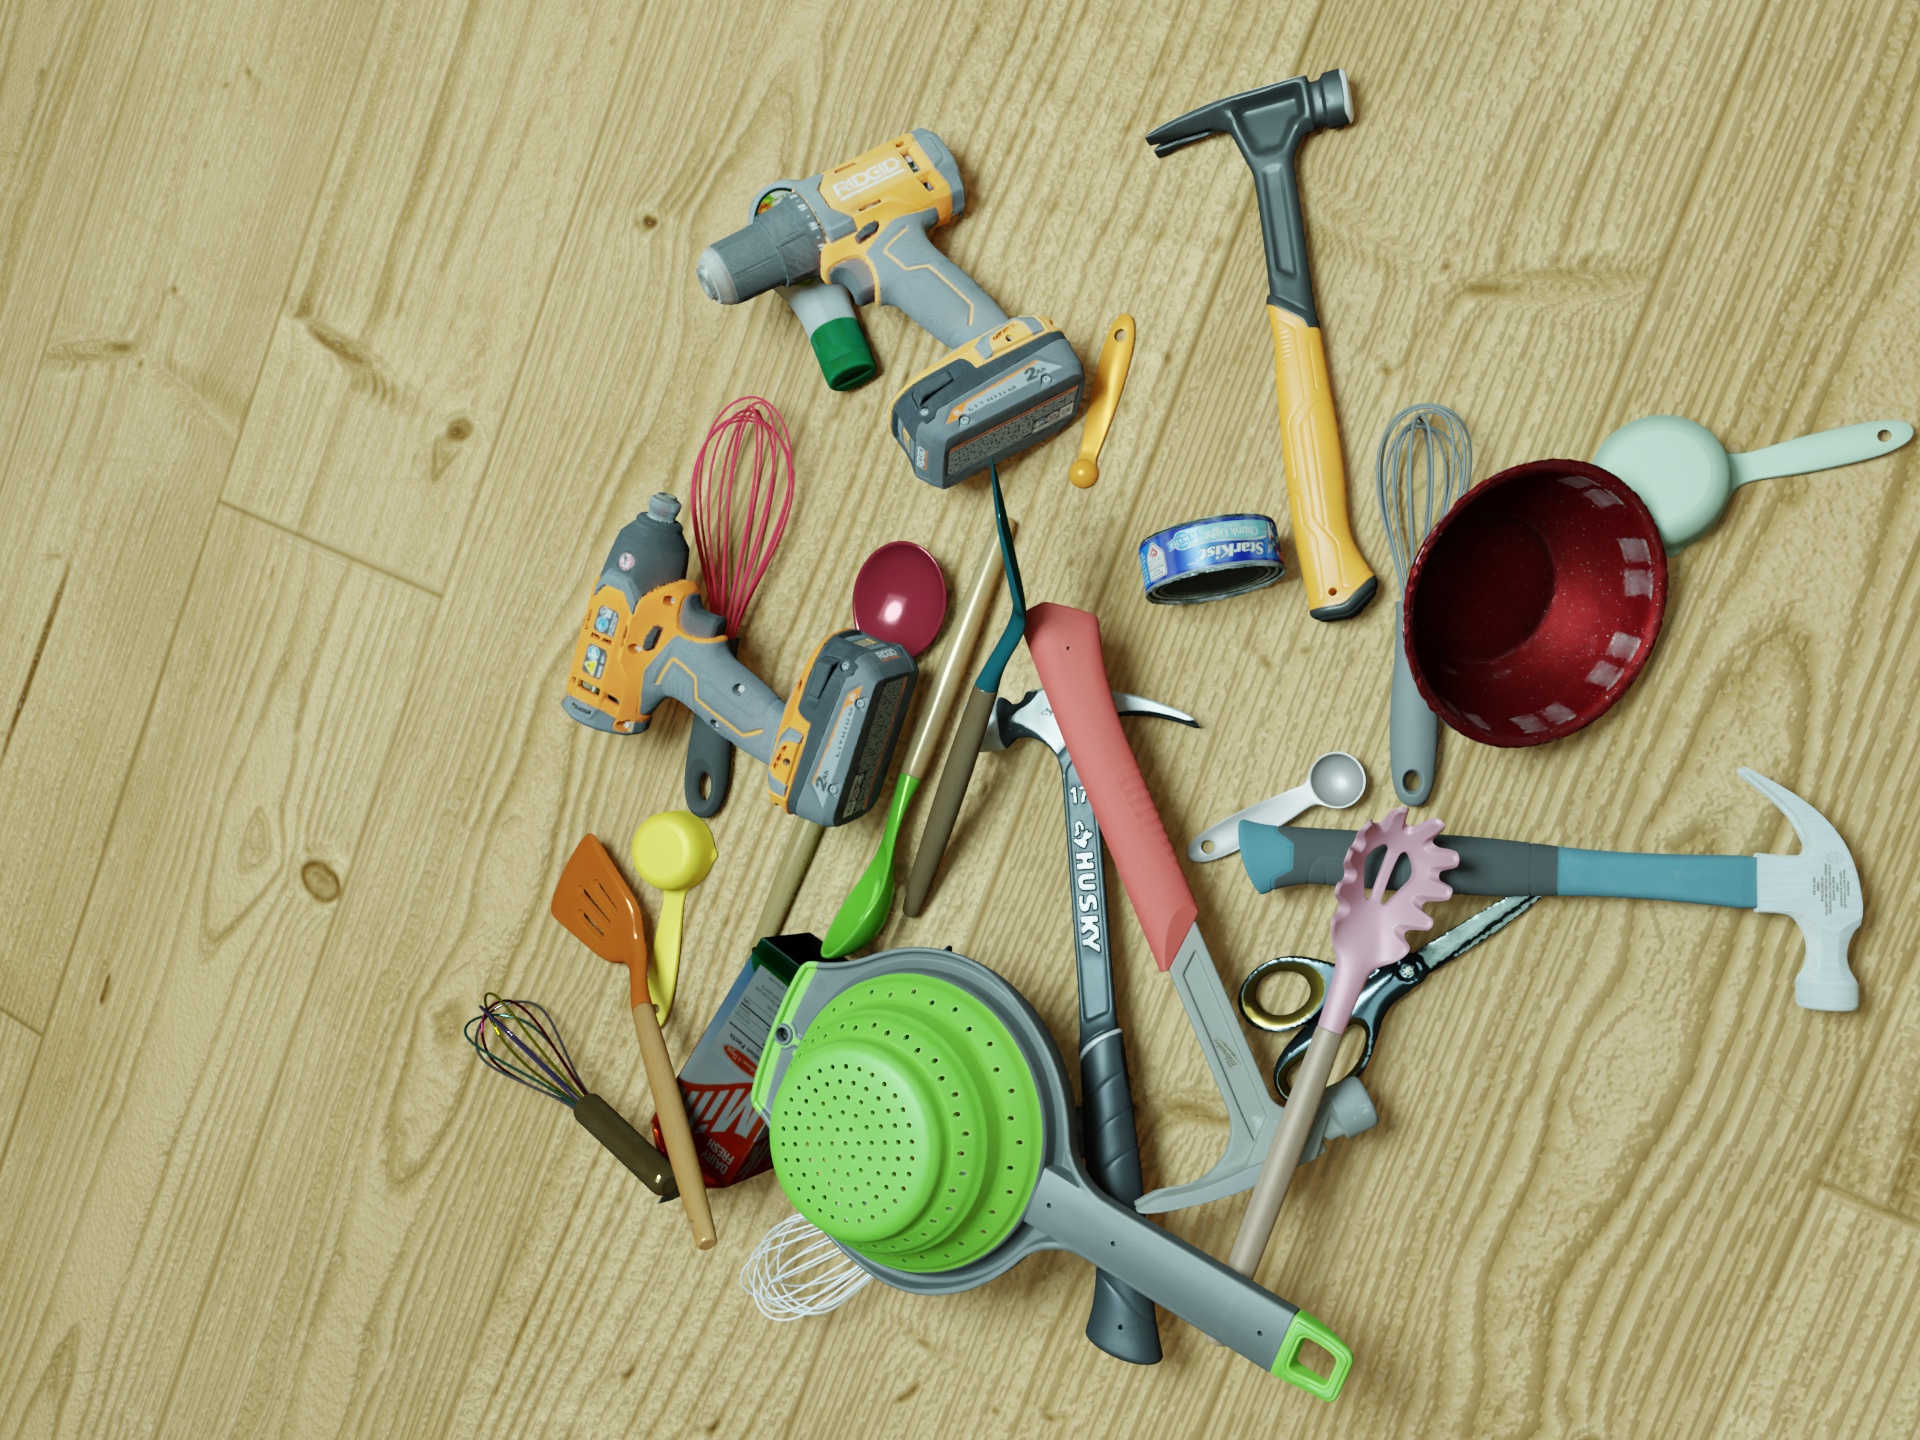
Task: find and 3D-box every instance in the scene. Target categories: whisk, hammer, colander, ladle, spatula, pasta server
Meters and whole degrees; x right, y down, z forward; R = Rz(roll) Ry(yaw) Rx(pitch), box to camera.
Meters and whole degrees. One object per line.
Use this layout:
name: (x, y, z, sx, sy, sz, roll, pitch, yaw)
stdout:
whisk: (-0.162, -0.077, 1.105, 0.073, 0.073, 0.296, 10, 96, 22)
hammer: (0.200, -0.226, 0.981, 0.127, 0.034, 0.337, -10, 83, 20)
colander: (0.024, 0.268, 0.888, 0.397, 0.094, 0.204, 25, 98, 26)
hammer: (0.107, 0.100, 0.942, 0.149, 0.036, 0.359, -22, 81, 0)
whisk: (-0.019, 0.311, 1.022, 0.284, 0.070, 0.070, -30, 76, 13)
hammer: (0.323, 0.086, 0.900, 0.331, 0.033, 0.128, 2, 85, 18)
whisk: (0.272, -0.068, 0.939, 0.055, 0.055, 0.239, 2, 92, 22)
ladle: (-0.085, 0.028, 1.081, 0.069, 0.031, 0.315, 25, 98, 19)
hammer: (0.090, 0.178, 0.975, 0.149, 0.036, 0.409, -8, 78, 16)
spatula: (-0.215, 0.210, 1.056, 0.081, 0.041, 0.323, -58, 39, 26)
spatula: (-0.002, -0.003, 0.980, 0.044, 0.082, 0.317, 12, 121, -10)
pasta server: (0.197, 0.199, 0.885, 0.060, 0.040, 0.316, 21, 88, 4)
whisk: (-0.269, 0.252, 1.090, 0.245, 0.051, 0.047, 27, 103, 41)

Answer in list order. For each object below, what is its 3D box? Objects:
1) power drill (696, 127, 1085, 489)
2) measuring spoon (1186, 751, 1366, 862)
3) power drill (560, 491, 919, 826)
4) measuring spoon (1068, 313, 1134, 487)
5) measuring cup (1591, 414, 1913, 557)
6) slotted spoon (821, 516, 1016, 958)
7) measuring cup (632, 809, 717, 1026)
power drill: (-0.047, -0.262, 1.028, 0.185, 0.084, 0.226, -29, 74, -12)
measuring spoon: (0.194, 0.056, 0.978, 0.124, 0.018, 0.034, -31, 78, 24)
power drill: (-0.147, -0.042, 1.037, 0.226, 0.084, 0.164, 24, 107, 18)
measuring spoon: (0.092, -0.209, 1.034, 0.021, 0.011, 0.117, 16, 93, 22)
measuring cup: (0.434, -0.143, 0.879, 0.167, 0.038, 0.083, -11, 82, 23)
slotted spoon: (-0.023, 0.013, 1.050, 0.031, 0.070, 0.314, 21, 90, -14)
measuring cup: (-0.211, 0.141, 1.121, 0.062, 0.029, 0.156, 6, 87, 22)
